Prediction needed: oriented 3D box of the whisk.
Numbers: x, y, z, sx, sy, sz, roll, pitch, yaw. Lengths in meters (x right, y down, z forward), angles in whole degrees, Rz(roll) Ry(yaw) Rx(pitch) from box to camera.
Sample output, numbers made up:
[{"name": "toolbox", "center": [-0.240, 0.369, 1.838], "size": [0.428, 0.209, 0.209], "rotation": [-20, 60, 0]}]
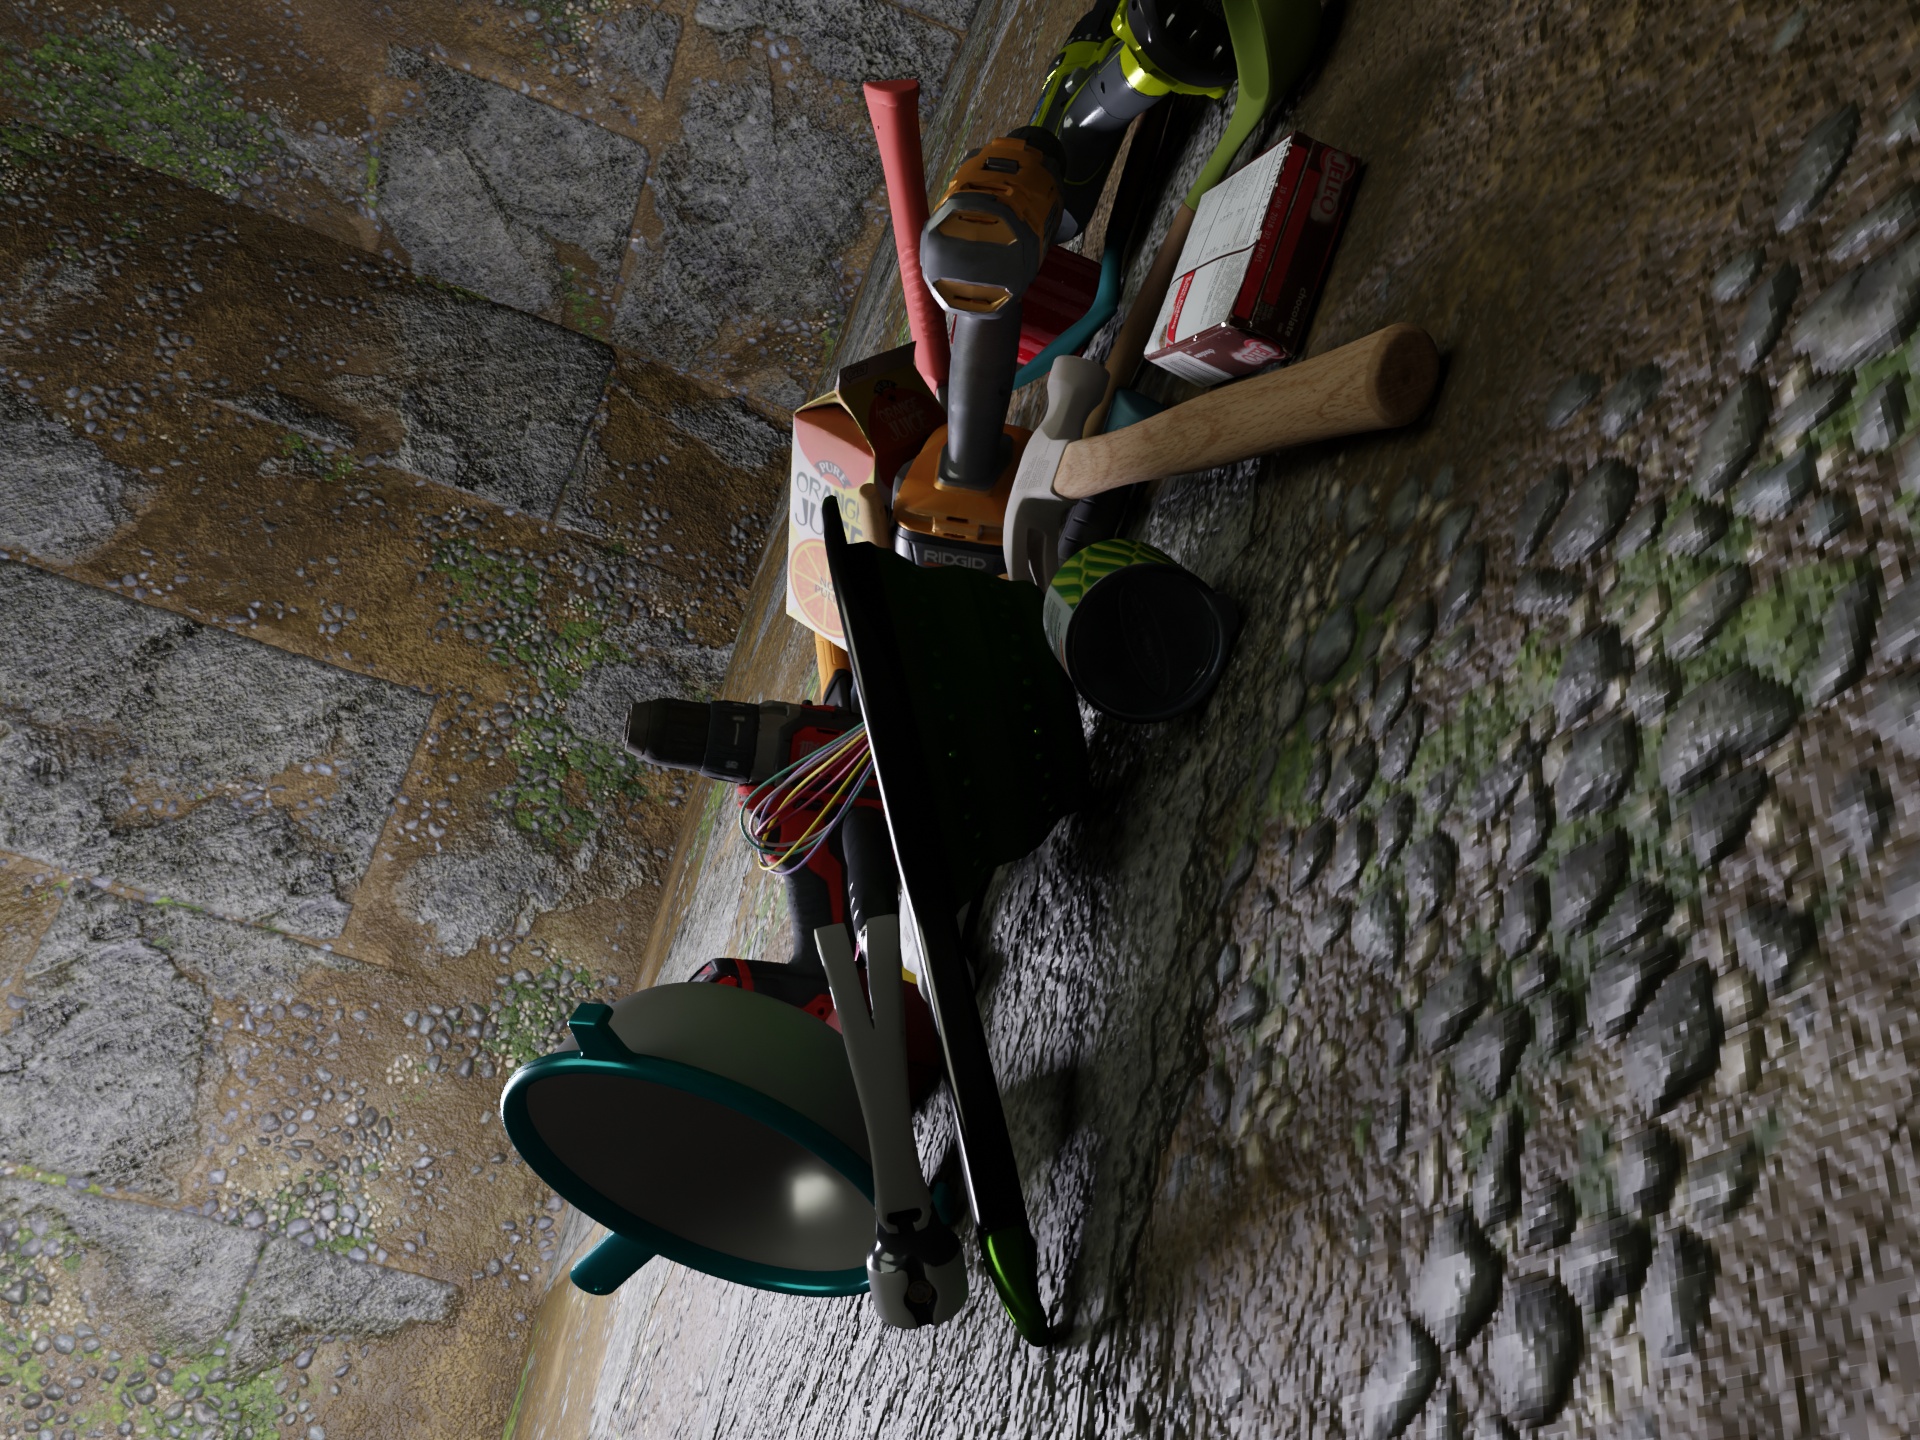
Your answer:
[{"name": "whisk", "center": [-0.047, 0.002, 0.898], "size": [0.245, 0.051, 0.047], "rotation": [-46, 0, 27]}]

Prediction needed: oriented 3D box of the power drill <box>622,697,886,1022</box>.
[{"name": "power drill", "center": [-0.131, 0.096, 1.009], "size": [0.080, 0.187, 0.227], "rotation": [-175, 93, -76]}]

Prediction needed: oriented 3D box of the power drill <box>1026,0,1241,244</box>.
[{"name": "power drill", "center": [0.112, -0.412, 0.955], "size": [0.191, 0.080, 0.228], "rotation": [-68, 17, -15]}]

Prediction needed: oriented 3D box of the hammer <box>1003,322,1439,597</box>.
[{"name": "hammer", "center": [0.093, -0.118, 0.683], "size": [0.331, 0.031, 0.130], "rotation": [6, 77, 71]}]

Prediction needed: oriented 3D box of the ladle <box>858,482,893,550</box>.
[{"name": "ladle", "center": [-0.042, -0.051, 1.007], "size": [0.315, 0.031, 0.069], "rotation": [83, -153, -61]}]

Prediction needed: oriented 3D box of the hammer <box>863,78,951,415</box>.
[{"name": "hammer", "center": [-0.021, -0.248, 1.071], "size": [0.149, 0.036, 0.359], "rotation": [174, 87, -76]}]

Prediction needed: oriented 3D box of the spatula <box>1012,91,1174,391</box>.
[{"name": "spatula", "center": [0.101, -0.345, 1.035], "size": [0.082, 0.044, 0.318], "rotation": [-11, 58, 60]}]

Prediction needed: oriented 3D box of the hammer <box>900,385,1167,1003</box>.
[{"name": "hammer", "center": [0.037, -0.018, 0.849], "size": [0.128, 0.033, 0.331], "rotation": [-129, 59, -74]}]

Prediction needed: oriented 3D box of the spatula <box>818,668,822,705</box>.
[{"name": "spatula", "center": [-0.097, 0.043, 1.288], "size": [0.059, 0.018, 0.316], "rotation": [-61, 25, 31]}]

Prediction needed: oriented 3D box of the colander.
[{"name": "colander", "center": [0.020, 0.060, 0.688], "size": [0.204, 0.094, 0.398], "rotation": [80, 176, -53]}]

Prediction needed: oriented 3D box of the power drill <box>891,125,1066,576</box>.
[{"name": "power drill", "center": [0.019, -0.212, 0.896], "size": [0.185, 0.084, 0.226], "rotation": [-71, -11, -52]}]

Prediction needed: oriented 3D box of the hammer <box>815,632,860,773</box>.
[{"name": "hammer", "center": [-0.107, -0.034, 1.316], "size": [0.127, 0.034, 0.337], "rotation": [-43, 33, 28]}]

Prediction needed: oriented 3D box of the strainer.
[{"name": "strainer", "center": [-0.139, 0.226, 0.842], "size": [0.340, 0.211, 0.095], "rotation": [-49, 14, 50]}]

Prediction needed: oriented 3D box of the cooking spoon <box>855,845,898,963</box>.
[{"name": "cooking spoon", "center": [-0.029, 0.059, 1.052], "size": [0.069, 0.017, 0.318], "rotation": [-103, 33, -52]}]

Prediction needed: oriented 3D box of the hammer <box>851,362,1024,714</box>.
[{"name": "hammer", "center": [-0.039, -0.139, 1.347], "size": [0.143, 0.038, 0.386], "rotation": [-105, 36, -66]}]

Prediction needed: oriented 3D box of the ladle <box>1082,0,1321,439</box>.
[{"name": "ladle", "center": [0.106, -0.258, 0.864], "size": [0.078, 0.062, 0.320], "rotation": [-103, 30, -47]}]

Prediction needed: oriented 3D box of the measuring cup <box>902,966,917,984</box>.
[{"name": "measuring cup", "center": [-0.040, 0.131, 0.961], "size": [0.062, 0.029, 0.157], "rotation": [125, 158, -51]}]

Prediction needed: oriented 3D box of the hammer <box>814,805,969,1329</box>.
[{"name": "hammer", "center": [-0.041, 0.108, 0.757], "size": [0.409, 0.036, 0.149], "rotation": [-112, 12, -77]}]
